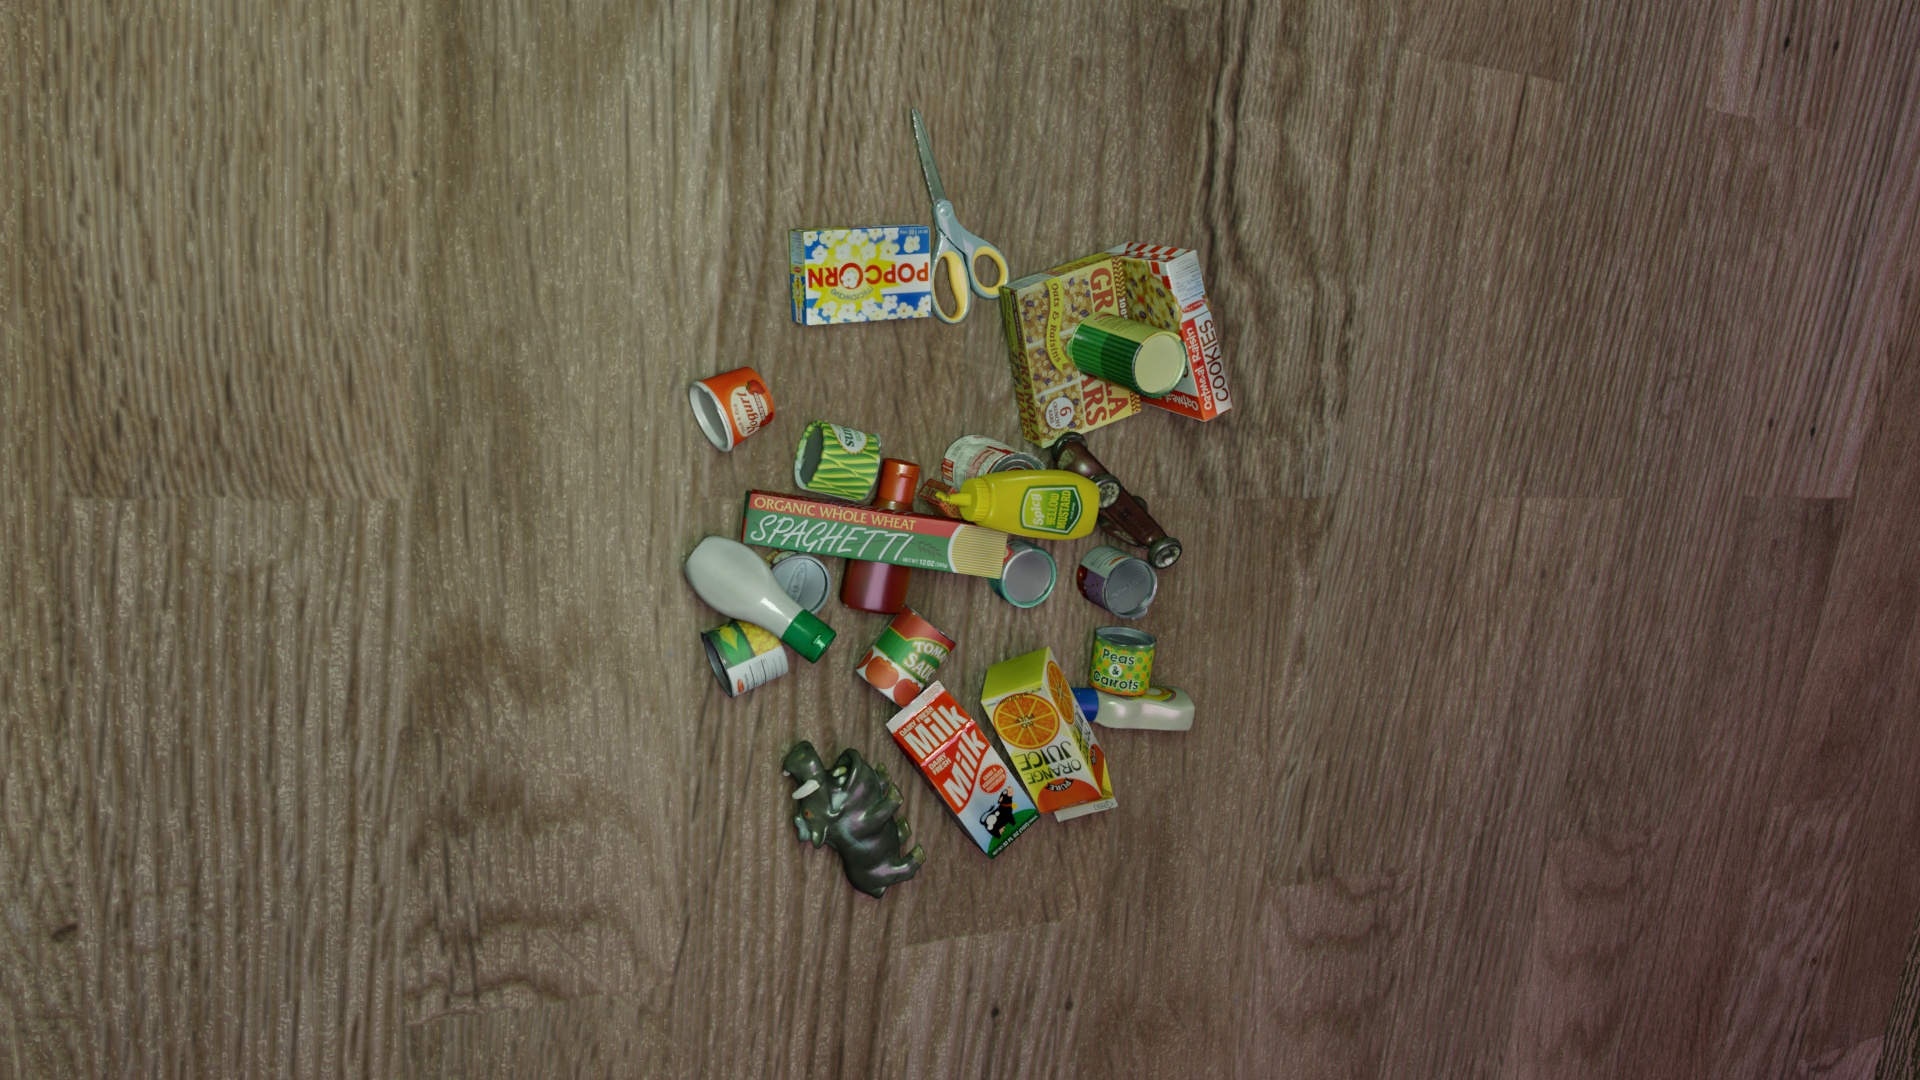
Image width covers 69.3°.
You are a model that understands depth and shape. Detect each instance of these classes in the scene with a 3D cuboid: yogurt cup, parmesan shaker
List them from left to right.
[{"bbox_3d":[-0.202,-0.120,1.240,0.054,0.072,0.072,-30,116,-25],"label":"yogurt cup"},{"bbox_3d":[0.158,-0.177,1.331,0.071,0.103,0.071,-11,113,-26],"label":"parmesan shaker"}]

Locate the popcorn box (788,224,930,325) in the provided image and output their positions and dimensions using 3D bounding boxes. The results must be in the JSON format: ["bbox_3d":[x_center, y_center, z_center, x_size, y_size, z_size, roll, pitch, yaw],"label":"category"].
[{"bbox_3d":[-0.090,-0.245,1.276,0.127,0.038,0.085,-8,108,-25],"label":"popcorn box"}]

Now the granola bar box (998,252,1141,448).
[{"bbox_3d":[0.111,-0.191,1.387,0.124,0.039,0.164,-22,117,-22],"label":"granola bar box"}]

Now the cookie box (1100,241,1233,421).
[{"bbox_3d":[0.207,-0.210,1.388,0.040,0.123,0.166,-26,114,-17],"label":"cookie box"}]

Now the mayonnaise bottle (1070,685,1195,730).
[{"bbox_3d":[0.178,0.181,1.519,0.148,0.065,0.041,5,107,-18],"label":"mayonnaise bottle"}]

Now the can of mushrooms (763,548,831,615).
[{"bbox_3d":[-0.162,0.040,1.322,0.071,0.033,0.070,-8,108,-25],"label":"can of mushrooms"}]

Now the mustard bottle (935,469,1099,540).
[{"bbox_3d":[0.051,-0.034,1.280,0.160,0.049,0.065,1,102,-27],"label":"mustard bottle"}]

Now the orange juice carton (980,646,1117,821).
[{"bbox_3d":[0.096,0.214,1.456,0.071,0.073,0.192,-20,112,18],"label":"orange juice carton"}]

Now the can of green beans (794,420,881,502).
[{"bbox_3d":[-0.115,-0.074,1.295,0.058,0.071,0.071,14,98,-29],"label":"can of green beans"}]

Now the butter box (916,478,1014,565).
[{"bbox_3d":[0.005,-0.017,1.380,0.024,0.053,0.103,-49,120,-9],"label":"butter box"}]

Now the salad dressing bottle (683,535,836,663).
[{"bbox_3d":[-0.182,0.055,1.268,0.148,0.044,0.064,37,77,5],"label":"salad dressing bottle"}]

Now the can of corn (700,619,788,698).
[{"bbox_3d":[-0.202,0.104,1.303,0.058,0.071,0.071,-23,114,-20],"label":"can of corn"}]

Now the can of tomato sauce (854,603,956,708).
[{"bbox_3d":[-0.053,0.116,1.377,0.071,0.071,0.083,40,85,-30],"label":"can of tomato sauce"}]

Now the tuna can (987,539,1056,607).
[{"bbox_3d":[0.066,0.036,1.437,0.071,0.033,0.071,-7,107,-25],"label":"tuna can"}]

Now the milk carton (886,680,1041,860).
[{"bbox_3d":[-0.002,0.232,1.434,0.072,0.073,0.190,-40,118,-12],"label":"milk carton"}]

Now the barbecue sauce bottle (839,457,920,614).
[{"bbox_3d":[-0.072,-0.004,1.350,0.065,0.044,0.148,10,99,-22],"label":"barbecue sauce bottle"}]

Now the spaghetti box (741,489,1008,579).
[{"bbox_3d":[-0.080,-0.006,1.309,0.250,0.029,0.050,8,98,-10],"label":"spaghetti box"}]

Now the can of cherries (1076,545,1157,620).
[{"bbox_3d":[0.166,0.046,1.476,0.072,0.058,0.071,-8,107,-26],"label":"can of cherries"}]

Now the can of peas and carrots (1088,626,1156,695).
[{"bbox_3d":[0.174,0.130,1.497,0.071,0.071,0.058,0,105,-27],"label":"can of peas and carrots"}]
